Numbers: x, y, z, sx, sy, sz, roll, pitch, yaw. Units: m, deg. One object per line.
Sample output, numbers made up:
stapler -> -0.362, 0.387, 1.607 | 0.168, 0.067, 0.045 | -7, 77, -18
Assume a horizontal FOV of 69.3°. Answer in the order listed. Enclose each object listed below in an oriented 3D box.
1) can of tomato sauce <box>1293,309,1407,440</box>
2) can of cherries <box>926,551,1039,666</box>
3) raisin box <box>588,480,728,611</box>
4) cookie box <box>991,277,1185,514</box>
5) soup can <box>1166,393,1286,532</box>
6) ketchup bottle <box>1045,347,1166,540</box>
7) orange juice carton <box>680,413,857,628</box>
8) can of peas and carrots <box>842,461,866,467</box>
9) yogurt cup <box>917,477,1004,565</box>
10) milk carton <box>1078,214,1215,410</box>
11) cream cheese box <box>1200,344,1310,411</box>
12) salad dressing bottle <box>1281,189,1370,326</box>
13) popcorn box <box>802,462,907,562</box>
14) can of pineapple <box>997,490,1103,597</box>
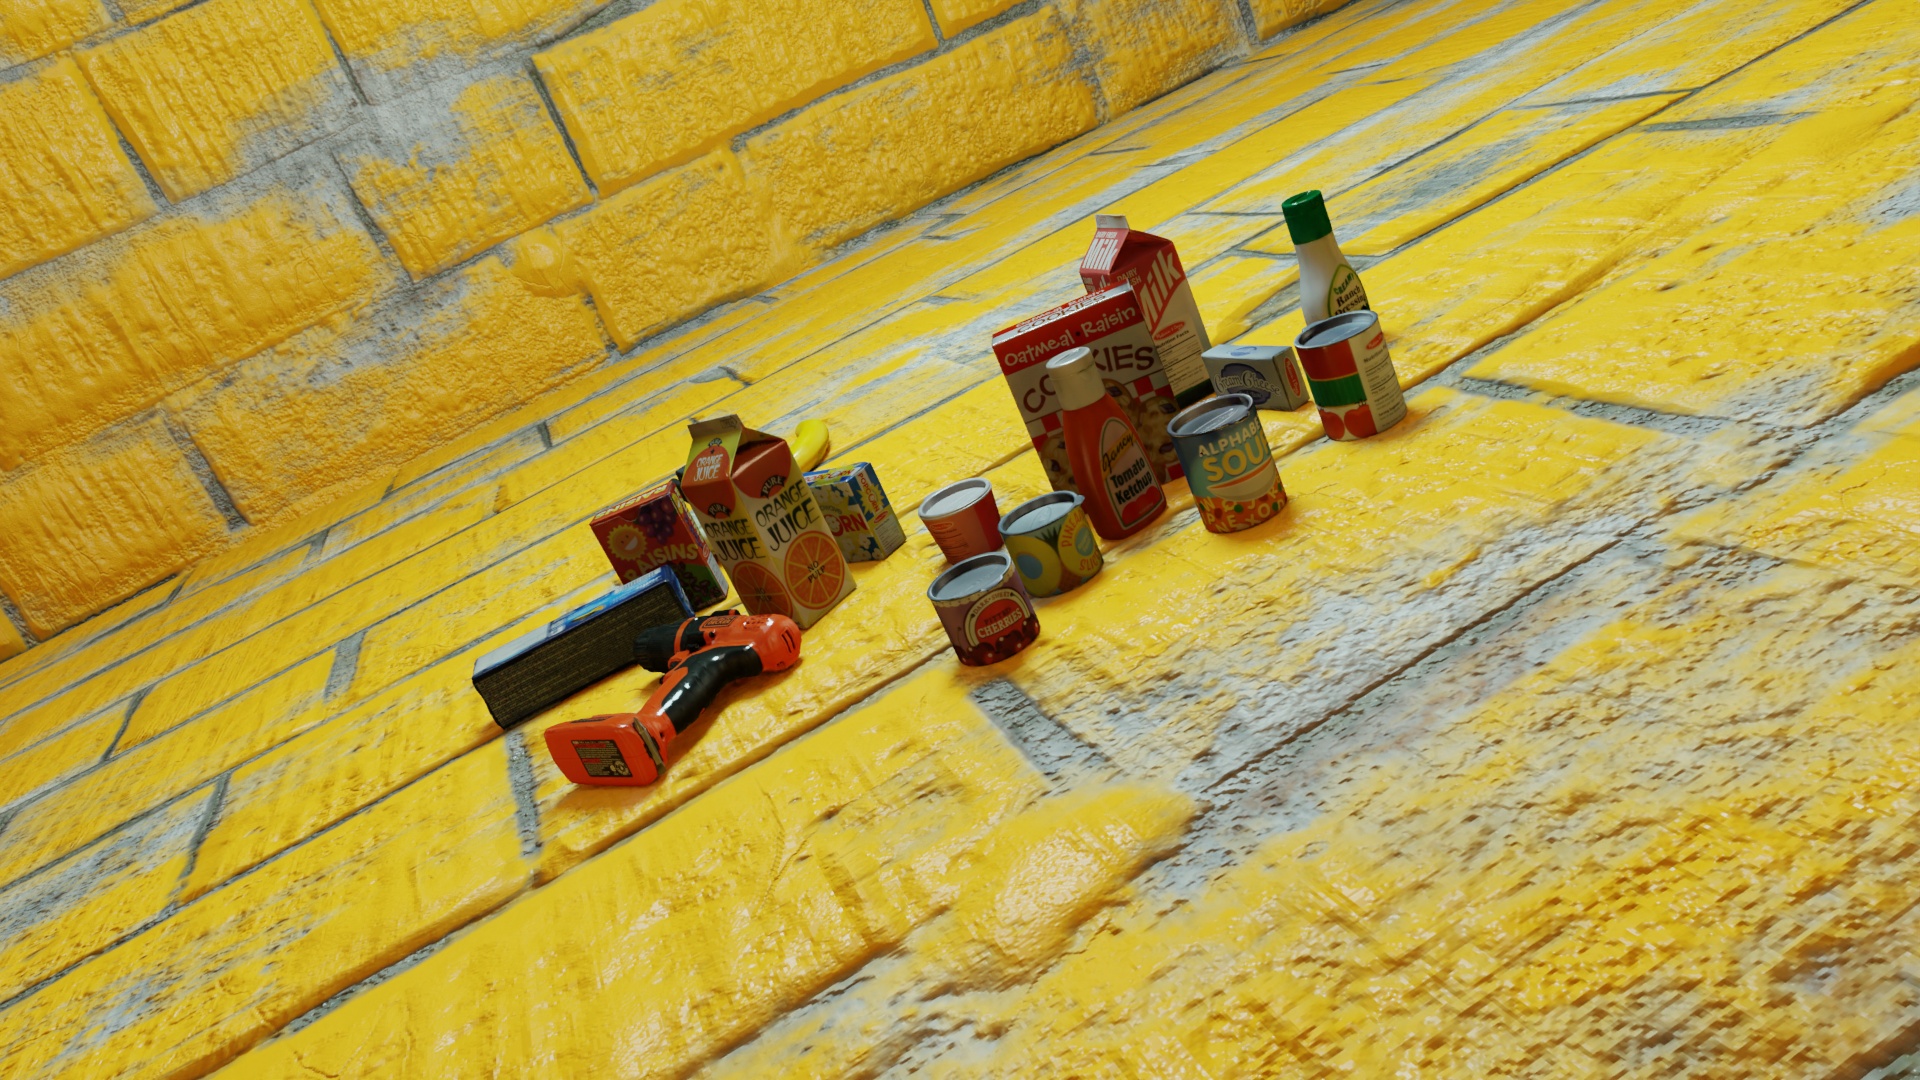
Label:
can of tomato sauce -> 0.305, -0.129, 1.091 | 0.071, 0.083, 0.071 | -22, 20, 8
can of cherries -> 0.018, 0.050, 1.002 | 0.071, 0.058, 0.072 | -22, 20, 8
raisin box -> -0.292, 0.016, 1.351 | 0.086, 0.123, 0.040 | -23, 19, 5
cookie box -> 0.113, -0.116, 1.153 | 0.123, 0.167, 0.040 | -21, 20, 9
soup can -> 0.199, -0.057, 1.027 | 0.071, 0.083, 0.071 | -22, 20, 8
ketchup bottle -> 0.110, -0.077, 1.087 | 0.065, 0.148, 0.043 | -35, 22, -28
orange juice carton -> -0.173, -0.021, 1.204 | 0.071, 0.192, 0.073 | -5, 27, 43
can of peas and carrots -> -0.105, -0.037, 1.365 | 0.071, 0.058, 0.071 | -22, 20, 8
yogurt cup -> 0.004, -0.015, 1.190 | 0.072, 0.053, 0.072 | -22, 20, 8
milk carton -> 0.174, -0.219, 1.312 | 0.073, 0.190, 0.072 | -29, 20, -11
cream cheese box -> 0.259, -0.145, 1.227 | 0.024, 0.053, 0.104 | -32, 21, -20
salad dressing bottle -> 0.328, -0.240, 1.252 | 0.064, 0.147, 0.044 | -34, 22, -26
popcorn box -> -0.122, -0.022, 1.308 | 0.126, 0.085, 0.038 | -6, 26, 41
can of pineapple -> 0.071, 0.002, 1.063 | 0.071, 0.057, 0.071 | -22, 20, 8
